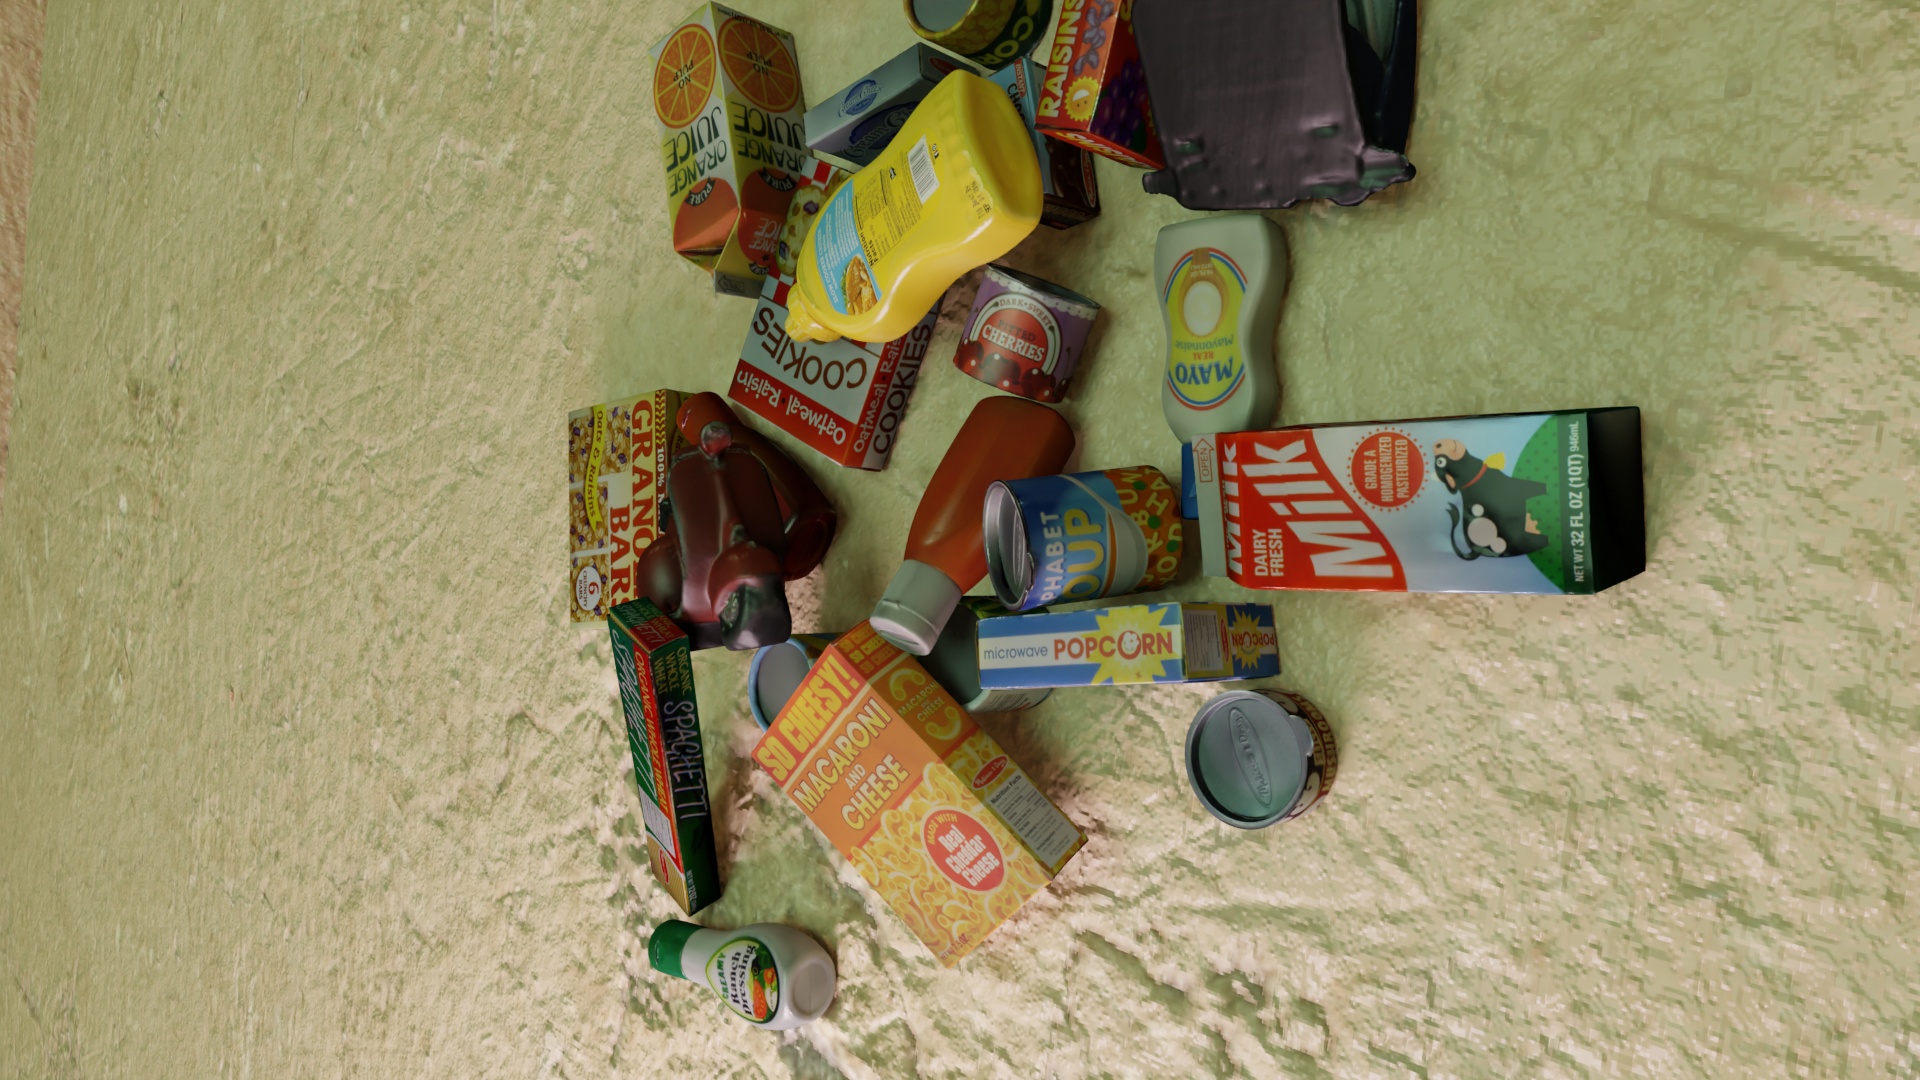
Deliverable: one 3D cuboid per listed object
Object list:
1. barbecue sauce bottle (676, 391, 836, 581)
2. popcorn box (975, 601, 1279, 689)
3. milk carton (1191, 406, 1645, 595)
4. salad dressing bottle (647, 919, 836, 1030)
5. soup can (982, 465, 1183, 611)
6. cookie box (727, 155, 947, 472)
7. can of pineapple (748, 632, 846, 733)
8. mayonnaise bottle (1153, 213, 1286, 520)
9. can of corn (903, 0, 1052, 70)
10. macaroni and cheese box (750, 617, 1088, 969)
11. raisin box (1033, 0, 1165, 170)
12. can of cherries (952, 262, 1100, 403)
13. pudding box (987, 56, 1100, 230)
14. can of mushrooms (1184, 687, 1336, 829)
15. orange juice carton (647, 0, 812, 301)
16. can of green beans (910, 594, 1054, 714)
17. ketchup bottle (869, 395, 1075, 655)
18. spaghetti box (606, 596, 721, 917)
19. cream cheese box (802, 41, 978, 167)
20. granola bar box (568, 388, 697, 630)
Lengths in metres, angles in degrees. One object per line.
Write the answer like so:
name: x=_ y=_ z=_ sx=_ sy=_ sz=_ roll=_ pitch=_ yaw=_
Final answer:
barbecue sauce bottle: x=-0.139 y=-0.042 z=0.923 sx=0.149 sy=0.044 sz=0.064 roll=49 pitch=126 yaw=32
popcorn box: x=0.082 y=0.053 z=0.695 sx=0.126 sy=0.085 sz=0.038 roll=-7 pitch=82 yaw=41
milk carton: x=0.187 y=-0.017 z=0.607 sx=0.190 sy=0.074 sz=0.072 roll=-1 pitch=95 yaw=40
salad dressing bottle: x=-0.147 y=0.279 z=0.911 sx=0.147 sy=0.044 sz=0.064 roll=-2 pitch=88 yaw=42
soup can: x=0.062 y=-0.001 z=0.698 sx=0.071 sy=0.084 sz=0.071 roll=174 pitch=89 yaw=-73
cookie box: x=-0.073 y=-0.142 z=0.874 sx=0.123 sy=0.040 sz=0.167 roll=31 pitch=107 yaw=38
can of pineapple: x=-0.091 y=0.090 z=0.864 sx=0.071 sy=0.058 sz=0.071 roll=-2 pitch=86 yaw=42
mayonnaise bottle: x=0.129 y=-0.084 z=0.691 sx=0.064 sy=0.041 sz=0.148 roll=-1 pitch=88 yaw=33
can of corn: x=0.010 y=-0.309 z=0.798 sx=0.071 sy=0.058 sz=0.071 roll=-3 pitch=86 yaw=42
macaroni and cheese box: x=-0.027 y=0.140 z=0.763 sx=0.166 sy=0.040 sz=0.123 roll=46 pitch=133 yaw=9
raisin box: x=0.089 y=-0.259 z=0.707 sx=0.040 sy=0.086 sz=0.123 roll=20 pitch=101 yaw=38
can of cherries: x=0.035 y=-0.112 z=0.756 sx=0.071 sy=0.071 sz=0.058 roll=34 pitch=110 yaw=37
pudding box: x=0.046 y=-0.218 z=0.767 sx=0.030 sy=0.050 sz=0.084 roll=-17 pitch=76 yaw=41
can of mushrooms: x=0.147 y=0.104 z=0.670 sx=0.071 sy=0.033 sz=0.071 roll=-3 pitch=85 yaw=42
orange juice carton: x=-0.148 y=-0.249 z=0.925 sx=0.073 sy=0.072 sz=0.193 roll=-20 pitch=74 yaw=40
can of green beans: x=0.014 y=0.063 z=0.773 sx=0.071 sy=0.058 sz=0.071 roll=-3 pitch=86 yaw=41
ketchup bottle: x=0.003 y=-0.009 z=0.748 sx=0.065 sy=0.043 sz=0.149 roll=13 pitch=62 yaw=39
spaghetti box: x=-0.187 y=0.144 z=0.890 sx=0.050 sy=0.029 sz=0.248 roll=36 pitch=139 yaw=36
cream cheese box: x=-0.043 y=-0.263 z=0.845 sx=0.103 sy=0.053 sz=0.024 roll=-17 pitch=75 yaw=40
granola bar box: x=-0.234 y=-0.019 z=1.009 sx=0.124 sy=0.039 sz=0.165 roll=-6 pitch=83 yaw=42
